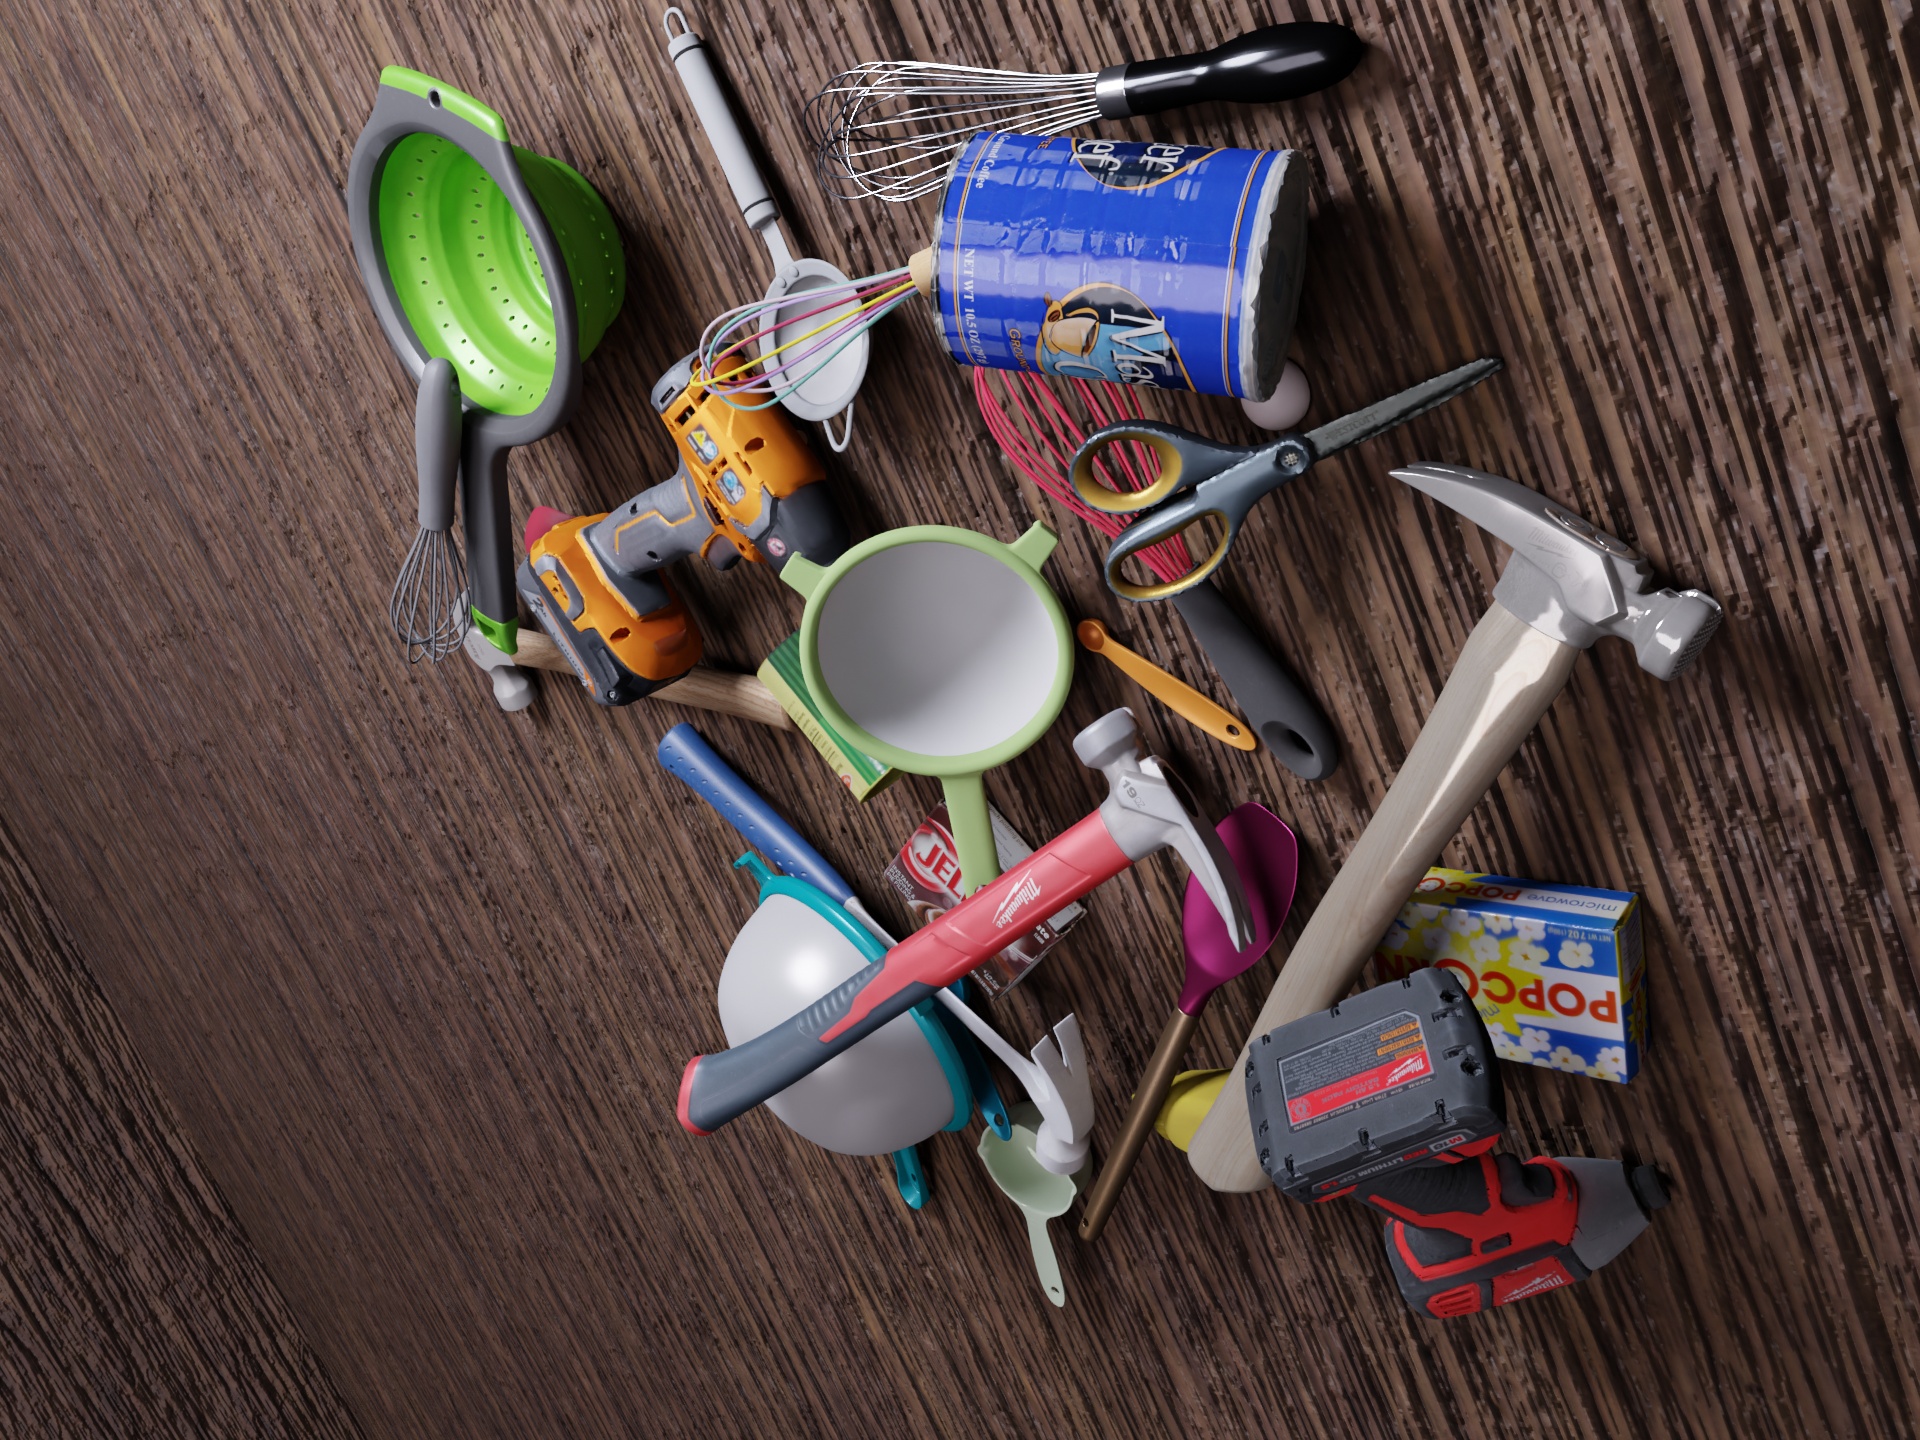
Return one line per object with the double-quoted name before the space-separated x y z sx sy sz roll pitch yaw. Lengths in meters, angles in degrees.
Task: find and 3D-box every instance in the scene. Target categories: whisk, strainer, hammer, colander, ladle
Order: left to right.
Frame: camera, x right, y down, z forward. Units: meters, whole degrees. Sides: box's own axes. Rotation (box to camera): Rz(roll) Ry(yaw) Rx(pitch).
"whisk" -0.344 -0.130 1.036 0.055 0.055 0.238 36 133 20
"colander" -0.283 -0.217 1.025 0.205 0.094 0.396 31 135 25
"hammer" -0.242 -0.039 1.132 0.331 0.031 0.129 12 138 33
"ladle" -0.205 -0.140 1.053 0.315 0.031 0.069 -14 111 44
"strainer" -0.103 -0.270 0.870 0.087 0.050 0.258 -22 94 44
"strainer" -0.085 0.261 1.097 0.211 0.095 0.340 31 146 38
"hammer" -0.064 0.126 1.043 0.406 0.035 0.144 39 152 28
"whisk" -0.039 -0.213 0.803 0.245 0.047 0.051 -16 92 28
"hammer" -0.016 0.156 0.915 0.386 0.038 0.143 -37 78 24
"strainer" -0.001 -0.003 0.916 0.151 0.069 0.256 -7 118 9
"whisk" 0.045 -0.280 0.723 0.285 0.070 0.070 5 118 34
"whisk" 0.099 -0.088 0.792 0.295 0.073 0.073 53 138 -7
"hammer" 0.192 0.077 0.771 0.146 0.038 0.410 39 127 26

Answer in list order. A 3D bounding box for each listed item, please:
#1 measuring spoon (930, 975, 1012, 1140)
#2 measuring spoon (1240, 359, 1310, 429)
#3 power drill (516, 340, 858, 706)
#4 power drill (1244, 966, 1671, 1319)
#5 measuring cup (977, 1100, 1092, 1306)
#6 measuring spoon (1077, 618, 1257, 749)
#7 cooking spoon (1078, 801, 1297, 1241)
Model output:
"measuring spoon" 0.010 0.220 1.070 0.042 0.021 0.129 -32 79 39
"measuring spoon" 0.124 -0.190 0.731 0.034 0.018 0.124 -17 102 46
"power drill" -0.162 -0.099 0.969 0.226 0.084 0.164 -37 87 39
"power drill" 0.245 0.216 0.773 0.143 0.079 0.219 -28 129 24
"measuring cup" 0.063 0.334 1.101 0.083 0.038 0.167 10 123 38
"measuring spoon" 0.112 -0.021 0.856 0.117 0.011 0.021 36 142 15
"cooking spoon" 0.124 0.186 0.919 0.069 0.017 0.318 44 126 40
